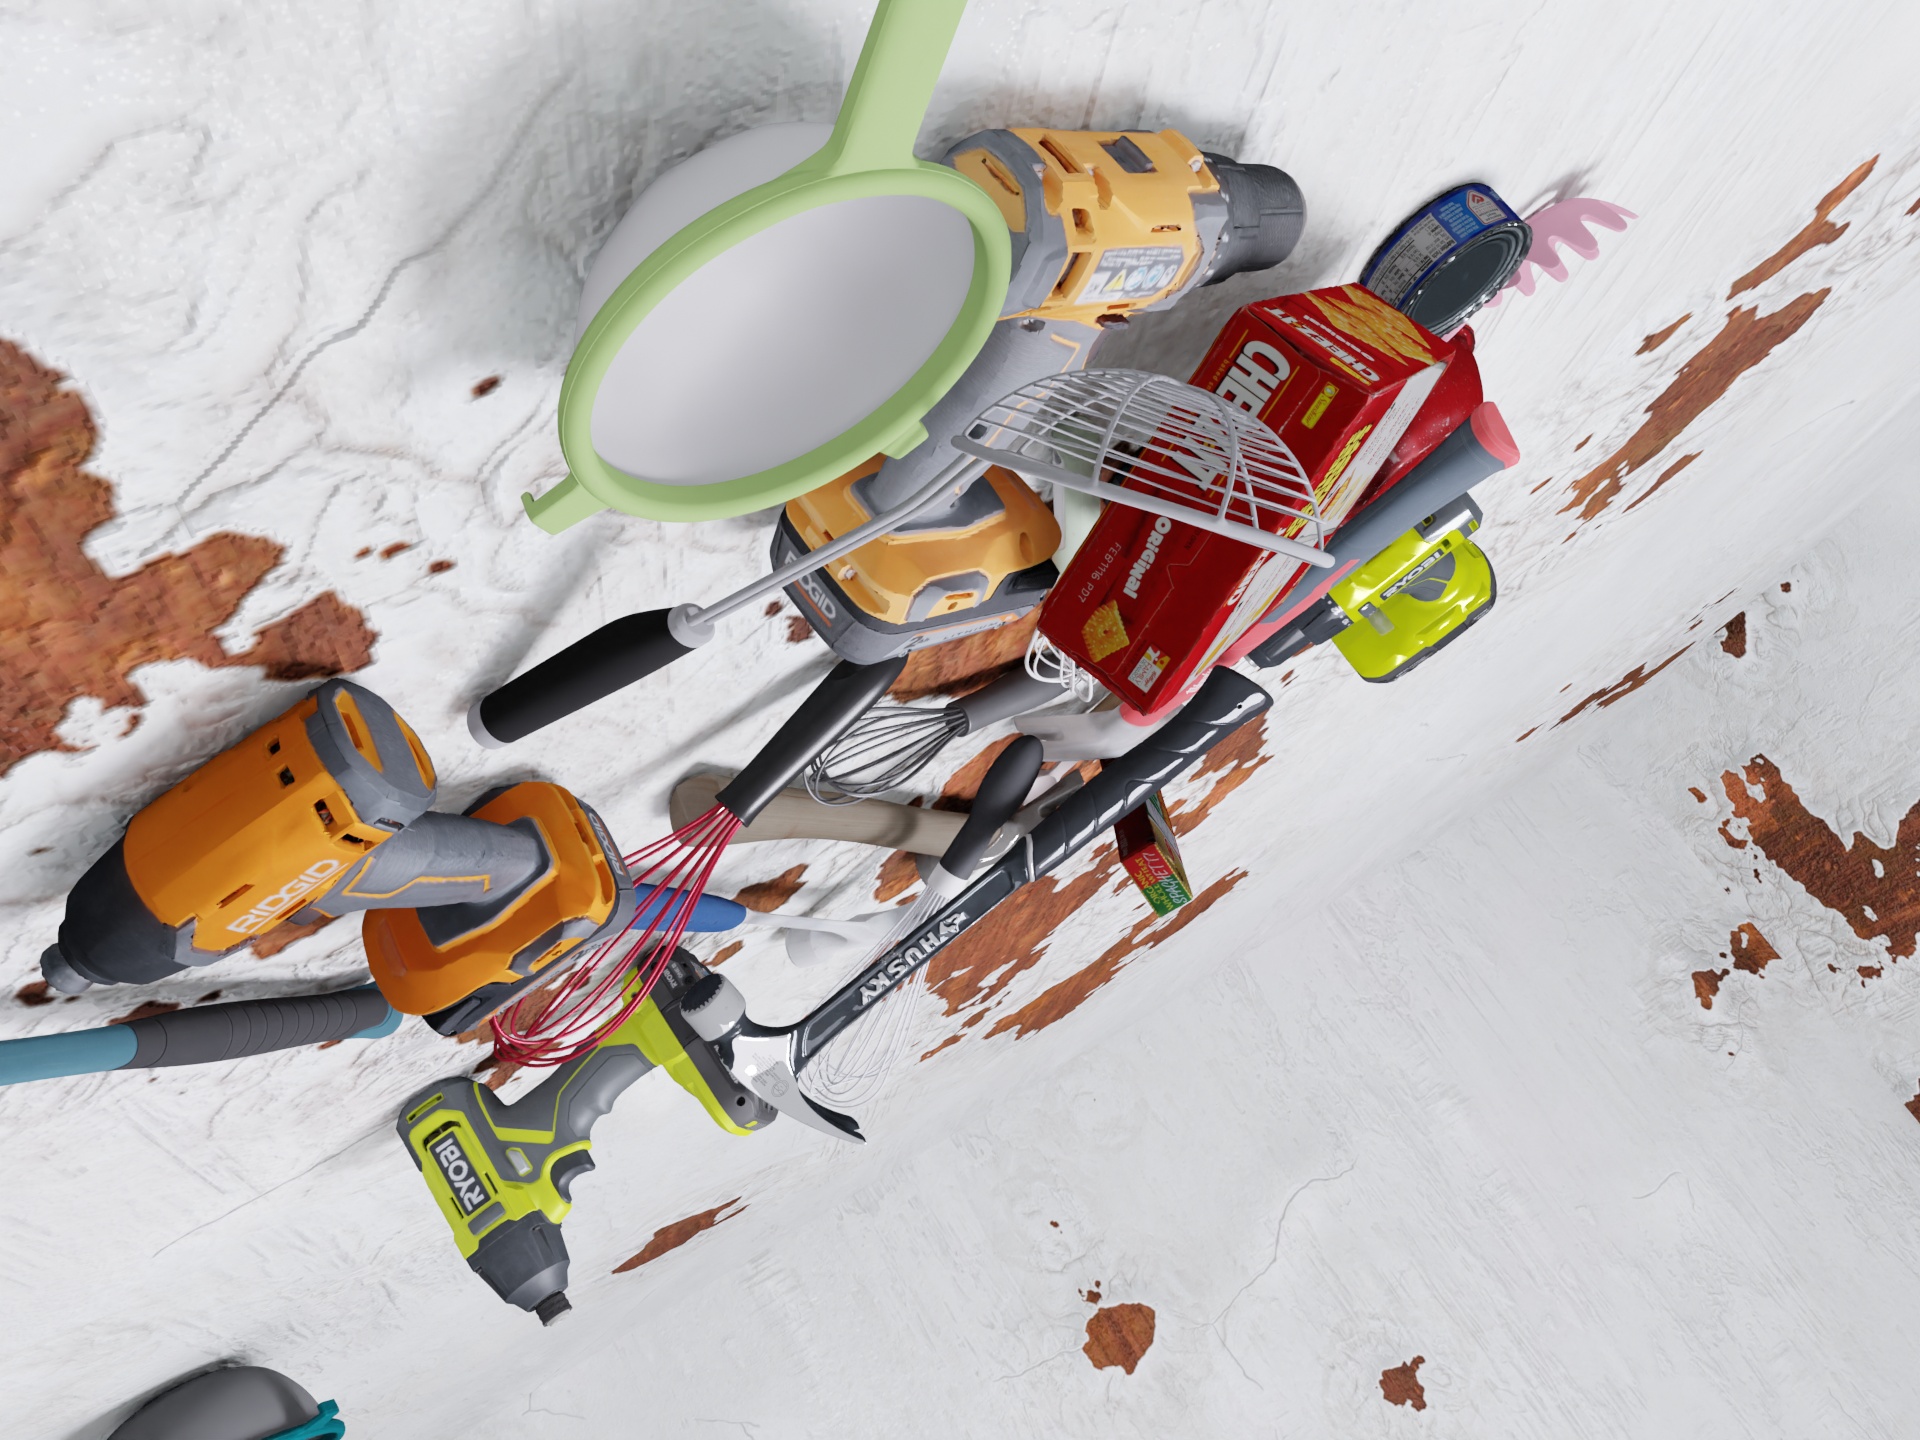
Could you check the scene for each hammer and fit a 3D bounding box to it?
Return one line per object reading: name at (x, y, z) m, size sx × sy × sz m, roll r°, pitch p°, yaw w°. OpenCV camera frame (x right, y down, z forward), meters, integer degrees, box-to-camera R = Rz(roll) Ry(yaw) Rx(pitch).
hammer at (0.184, -0.071, 0.988) m, size 0.143 × 0.038 × 0.386 m, roll -3°, pitch 155°, yaw -34°
hammer at (0.030, 0.103, 0.994) m, size 0.409 × 0.149 × 0.036 m, roll -38°, pitch -157°, yaw -4°
hammer at (-0.358, 0.141, 0.693) m, size 0.128 × 0.033 × 0.331 m, roll -18°, pitch 170°, yaw 16°
hammer at (-0.045, 0.062, 1.032) m, size 0.146 × 0.038 × 0.410 m, roll -30°, pitch 162°, yaw 19°
hammer at (-0.136, 0.122, 1.008) m, size 0.144 × 0.035 × 0.405 m, roll -16°, pitch 164°, yaw 21°

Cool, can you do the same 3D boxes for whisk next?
whisk at (-0.132, 0.060, 0.816) m, size 0.296 × 0.073 × 0.073 m, roll -46°, pitch 163°, yaw -10°
whisk at (0.061, -0.081, 0.855) m, size 0.059 × 0.058 × 0.246 m, roll -12°, pitch 152°, yaw -2°
whisk at (-0.025, 0.130, 1.032) m, size 0.284 × 0.070 × 0.070 m, roll -59°, pitch 156°, yaw 10°
whisk at (-0.002, -0.004, 0.959) m, size 0.239 × 0.055 × 0.055 m, roll -24°, pitch 159°, yaw -42°

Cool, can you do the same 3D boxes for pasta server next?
pasta server at (0.237, -0.180, 0.880) m, size 0.316 × 0.040 × 0.060 m, roll -42°, pitch 176°, yaw 5°

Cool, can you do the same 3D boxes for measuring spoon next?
measuring spoon at (0.087, 0.017, 1.205) m, size 0.124 × 0.018 × 0.034 m, roll -45°, pitch 143°, yaw 13°

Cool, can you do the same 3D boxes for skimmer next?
skimmer at (-0.047, -0.030, 0.578) m, size 0.363 × 0.090 × 0.127 m, roll -23°, pitch 168°, yaw 29°

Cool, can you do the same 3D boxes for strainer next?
strainer at (-0.651, 0.629, 1.360) m, size 0.211 × 0.095 × 0.340 m, roll -18°, pitch 158°, yaw -33°
strainer at (-0.046, -0.160, 0.449) m, size 0.151 × 0.069 × 0.256 m, roll -19°, pitch 157°, yaw -33°

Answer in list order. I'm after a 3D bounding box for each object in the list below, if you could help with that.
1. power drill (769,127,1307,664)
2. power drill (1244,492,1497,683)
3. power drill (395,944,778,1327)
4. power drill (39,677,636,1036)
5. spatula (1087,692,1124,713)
power drill at (0.034, -0.135, 0.643) m, size 0.185 × 0.084 × 0.226 m, roll -19°, pitch 152°, yaw -42°
power drill at (0.313, -0.095, 1.205) m, size 0.190 × 0.080 × 0.228 m, roll -40°, pitch 158°, yaw 16°
power drill at (-0.236, 0.268, 1.044) m, size 0.223 × 0.171 × 0.080 m, roll -36°, pitch 161°, yaw -4°
power drill at (-0.255, 0.073, 0.672) m, size 0.164 × 0.084 × 0.226 m, roll -34°, pitch 158°, yaw 5°
spatula at (0.189, -0.079, 1.123) m, size 0.316 × 0.018 × 0.059 m, roll -41°, pitch 168°, yaw 17°
